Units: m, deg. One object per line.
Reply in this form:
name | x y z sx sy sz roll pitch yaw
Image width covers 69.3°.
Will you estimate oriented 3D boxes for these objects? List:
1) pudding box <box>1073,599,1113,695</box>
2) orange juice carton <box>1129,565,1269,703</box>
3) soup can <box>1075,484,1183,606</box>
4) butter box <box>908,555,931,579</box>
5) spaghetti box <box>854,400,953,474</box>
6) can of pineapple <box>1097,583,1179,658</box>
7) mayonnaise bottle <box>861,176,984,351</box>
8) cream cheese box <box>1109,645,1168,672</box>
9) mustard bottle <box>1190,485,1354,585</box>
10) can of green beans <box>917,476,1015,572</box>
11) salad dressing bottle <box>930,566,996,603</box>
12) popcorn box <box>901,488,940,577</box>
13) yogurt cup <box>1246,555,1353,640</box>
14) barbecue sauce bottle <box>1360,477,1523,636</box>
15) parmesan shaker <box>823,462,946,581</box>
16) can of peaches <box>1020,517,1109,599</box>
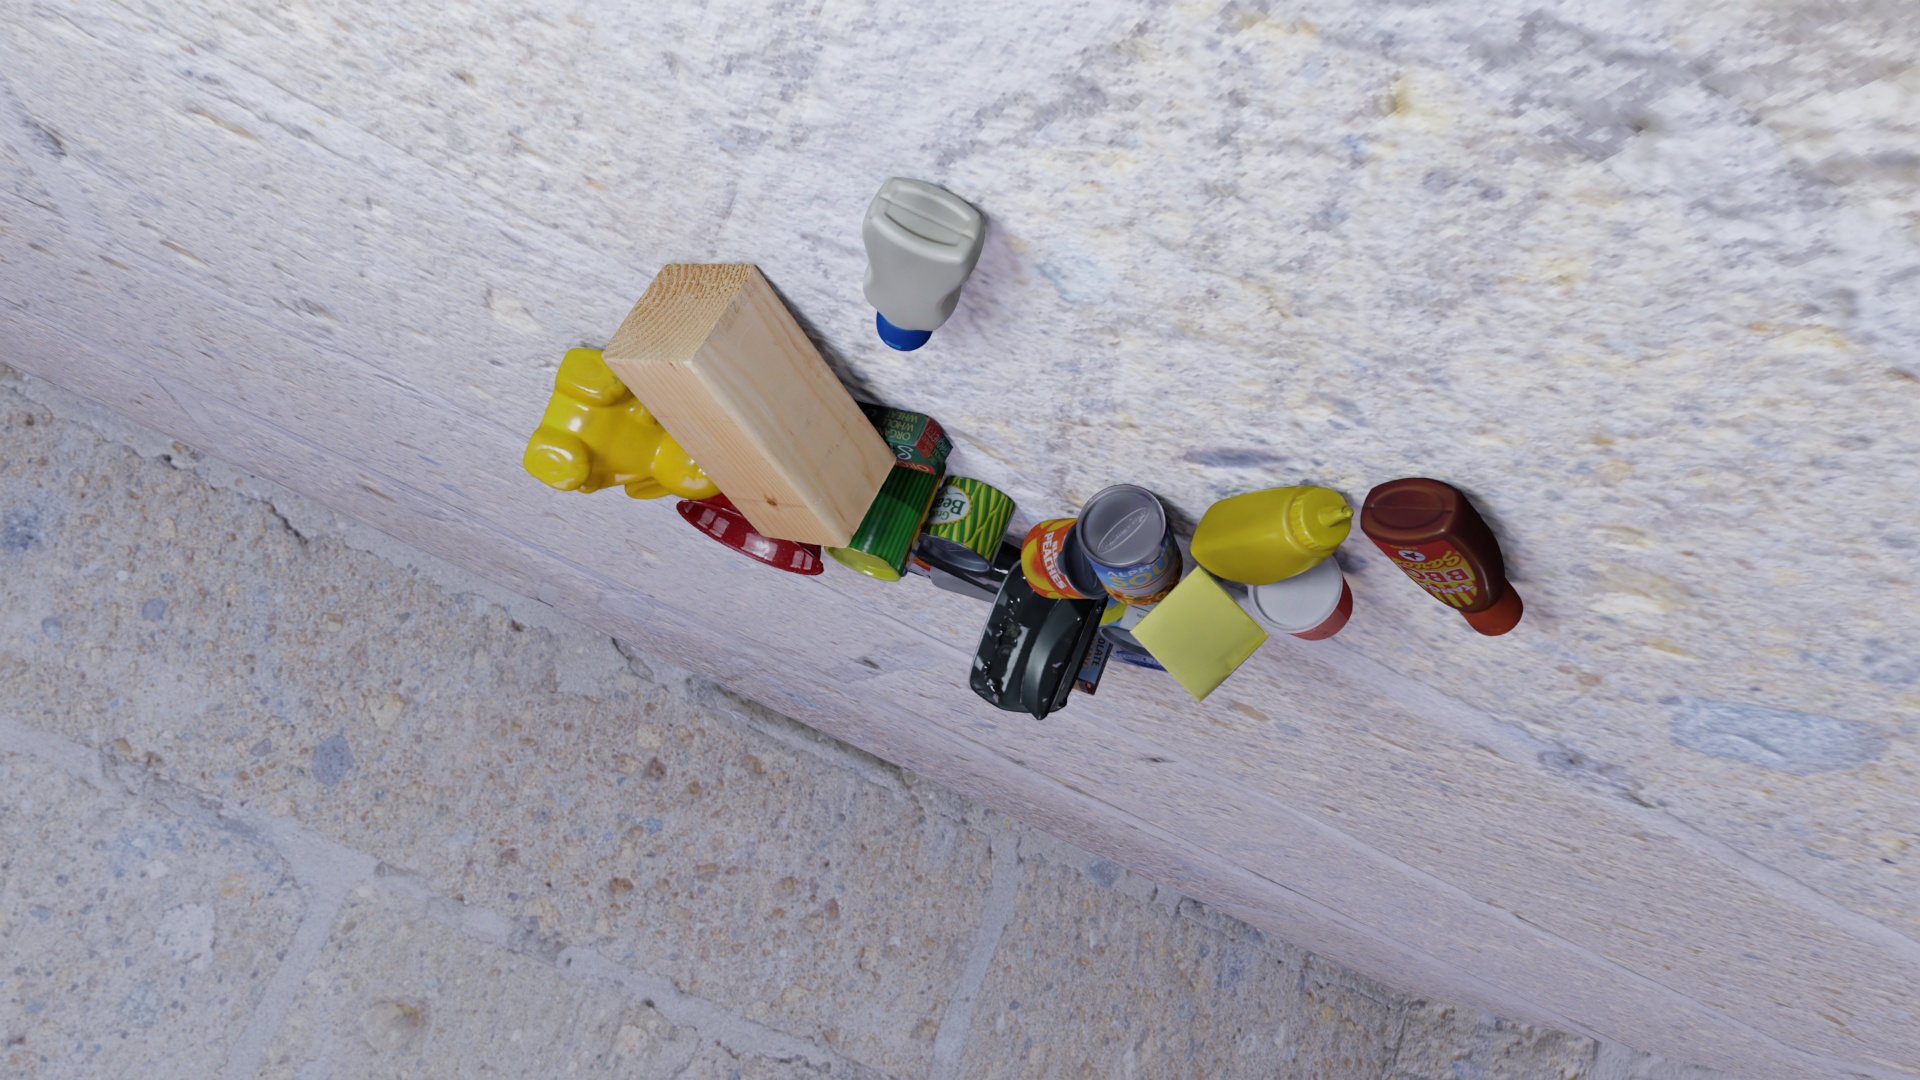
pudding box | 0.127 0.100 1.310 0.030 0.084 0.049 20 163 10
orange juice carton | 0.188 0.073 1.079 0.073 0.072 0.192 46 -175 11
soup can | 0.129 0.007 1.037 0.071 0.071 0.083 15 162 24
butter box | -0.044 0.009 1.352 0.053 0.024 0.103 18 163 17
spaghetti box | -0.125 -0.099 1.110 0.250 0.029 0.050 14 161 27
can of pineapple | 0.158 0.063 1.198 0.071 0.058 0.070 21 164 7
mayonnaise bottle | -0.026 -0.151 0.793 0.065 0.041 0.147 24 165 -1
cream cheese box | 0.185 0.107 1.364 0.104 0.024 0.053 9 158 38
mustard bottle | 0.214 -0.007 0.917 0.065 0.049 0.160 27 163 -15
can of green beans | 0.006 -0.013 1.155 0.071 0.058 0.071 21 164 6
salad dressing bottle | 0.047 0.040 1.300 0.148 0.044 0.064 16 160 19
popcorn box | -0.087 -0.033 1.166 0.126 0.085 0.038 31 160 -24
yogurt cup | 0.247 0.039 0.997 0.072 0.072 0.054 11 168 35
barbecue sauce bottle | 0.308 0.013 0.866 0.065 0.044 0.148 4 156 45
parmesan shaker | -0.058 -0.027 1.116 0.071 0.103 0.071 21 164 6
can of peaches | 0.089 0.014 1.115 0.071 0.071 0.058 32 162 -28
